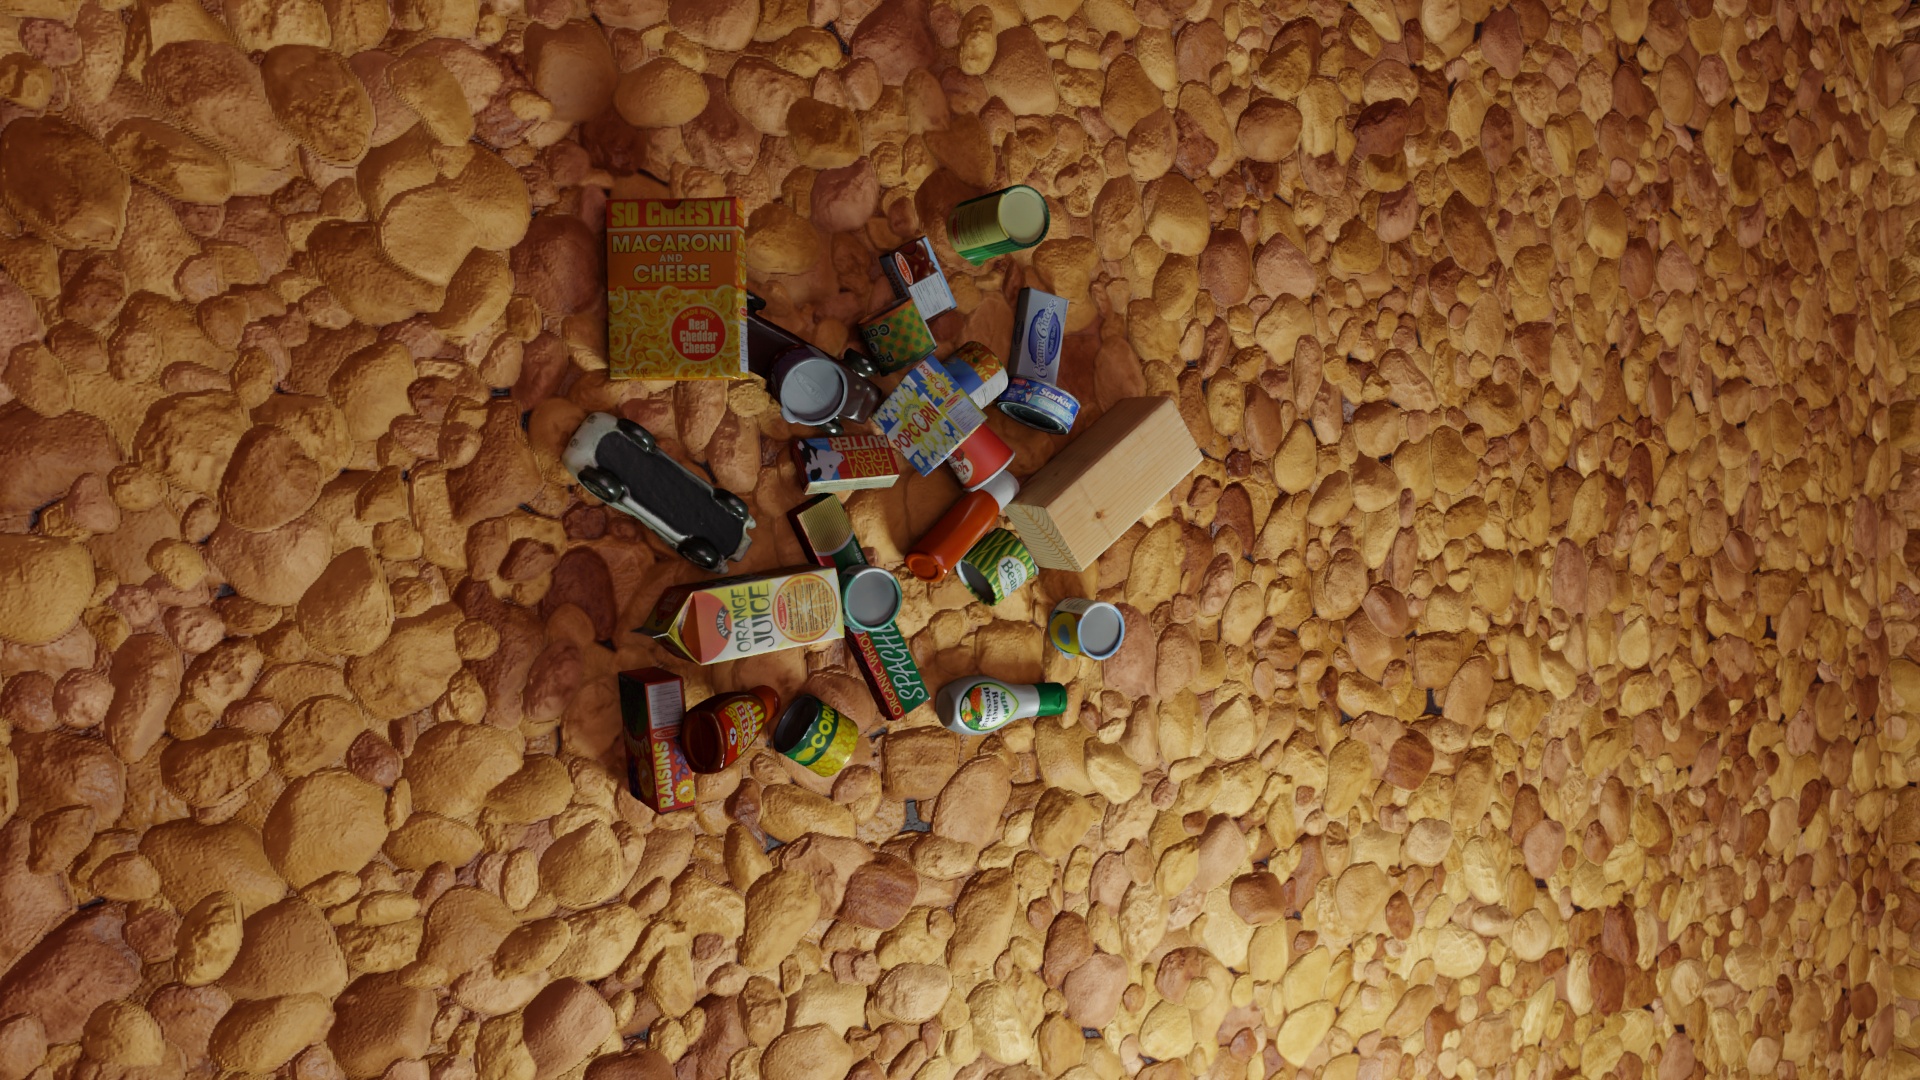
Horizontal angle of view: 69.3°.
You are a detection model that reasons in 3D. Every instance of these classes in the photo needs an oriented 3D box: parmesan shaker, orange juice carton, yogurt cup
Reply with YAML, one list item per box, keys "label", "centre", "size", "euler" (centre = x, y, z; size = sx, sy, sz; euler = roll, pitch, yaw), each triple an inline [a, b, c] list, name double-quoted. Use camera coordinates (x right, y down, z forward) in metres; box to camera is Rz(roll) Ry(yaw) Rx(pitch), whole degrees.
- label: "parmesan shaker"
  centre: [0.040, -0.330, 1.457]
  size: [0.071, 0.103, 0.071]
  euler: [-2, 94, -30]
- label: "orange juice carton"
  centre: [-0.216, 0.073, 1.344]
  size: [0.193, 0.072, 0.073]
  euler: [-10, 97, -30]
- label: "yogurt cup"
  centre: [0.016, -0.093, 1.478]
  size: [0.072, 0.072, 0.054]
  euler: [-44, 105, -21]

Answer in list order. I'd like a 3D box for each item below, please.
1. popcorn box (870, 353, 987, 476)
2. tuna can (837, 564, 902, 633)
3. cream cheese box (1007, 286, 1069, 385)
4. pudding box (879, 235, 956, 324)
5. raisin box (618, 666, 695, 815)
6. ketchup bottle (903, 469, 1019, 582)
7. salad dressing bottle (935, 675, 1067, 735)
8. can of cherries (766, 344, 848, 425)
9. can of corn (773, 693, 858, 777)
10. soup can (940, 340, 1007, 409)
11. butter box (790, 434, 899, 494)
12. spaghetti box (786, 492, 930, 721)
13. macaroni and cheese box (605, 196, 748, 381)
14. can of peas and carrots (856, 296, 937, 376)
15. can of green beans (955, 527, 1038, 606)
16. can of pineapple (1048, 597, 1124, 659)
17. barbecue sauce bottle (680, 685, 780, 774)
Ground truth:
- label: "popcorn box"
  centre: [-0.034, -0.124, 1.399]
  size: [0.038, 0.126, 0.085]
  euler: [-42, 92, -26]
- label: "tuna can"
  centre: [-0.095, 0.060, 1.402]
  size: [0.071, 0.033, 0.071]
  euler: [-1, 93, -29]
- label: "cream cheese box"
  centre: [0.086, -0.223, 1.534]
  size: [0.053, 0.024, 0.104]
  euler: [10, 87, -30]
- label: "pudding box"
  centre: [-0.044, -0.271, 1.453]
  size: [0.050, 0.030, 0.083]
  euler: [-33, 108, -24]
- label: "raisin box"
  centre: [-0.285, 0.185, 1.301]
  size: [0.040, 0.086, 0.123]
  euler: [-8, 97, -31]
- label: "ketchup bottle"
  centre: [0.005, -0.019, 1.477]
  size: [0.149, 0.064, 0.043]
  euler: [-47, 107, -29]
- label: "salad dressing bottle"
  centre: [0.047, 0.177, 1.518]
  size: [0.148, 0.044, 0.064]
  euler: [-1, 92, -30]
- label: "can of cherries"
  centre: [-0.150, -0.148, 1.328]
  size: [0.071, 0.058, 0.071]
  euler: [-8, 114, -20]
- label: "can of corn"
  centre: [-0.143, 0.196, 1.393]
  size: [0.058, 0.071, 0.071]
  euler: [36, 75, -27]
- label: "soup can"
  centre: [-0.003, -0.163, 1.463]
  size: [0.084, 0.071, 0.071]
  euler: [-42, 111, -23]
- label: "butter box"
  centre: [-0.117, -0.078, 1.410]
  size: [0.104, 0.024, 0.053]
  euler: [-7, 65, -30]
- label: "spaghetti box"
  centre: [-0.103, 0.071, 1.435]
  size: [0.050, 0.028, 0.249]
  euler: [-31, 107, -24]
- label: "macaroni and cheese box"
  centre: [-0.262, -0.233, 1.289]
  size: [0.124, 0.040, 0.166]
  euler: [-1, 93, 3]
- label: "can of peas and carrots"
  centre: [-0.067, -0.209, 1.422]
  size: [0.071, 0.071, 0.058]
  euler: [-34, 108, -24]
- label: "can of green beans"
  centre: [0.037, 0.029, 1.493]
  size: [0.058, 0.071, 0.071]
  euler: [-38, 110, -23]
- label: "can of pineapple"
  centre: [0.142, 0.100, 1.562]
  size: [0.071, 0.058, 0.071]
  euler: [-2, 94, -30]
- label: "barbecue sauce bottle"
  centre: [-0.214, 0.172, 1.317]
  size: [0.043, 0.149, 0.064]
  euler: [-4, 97, 15]
